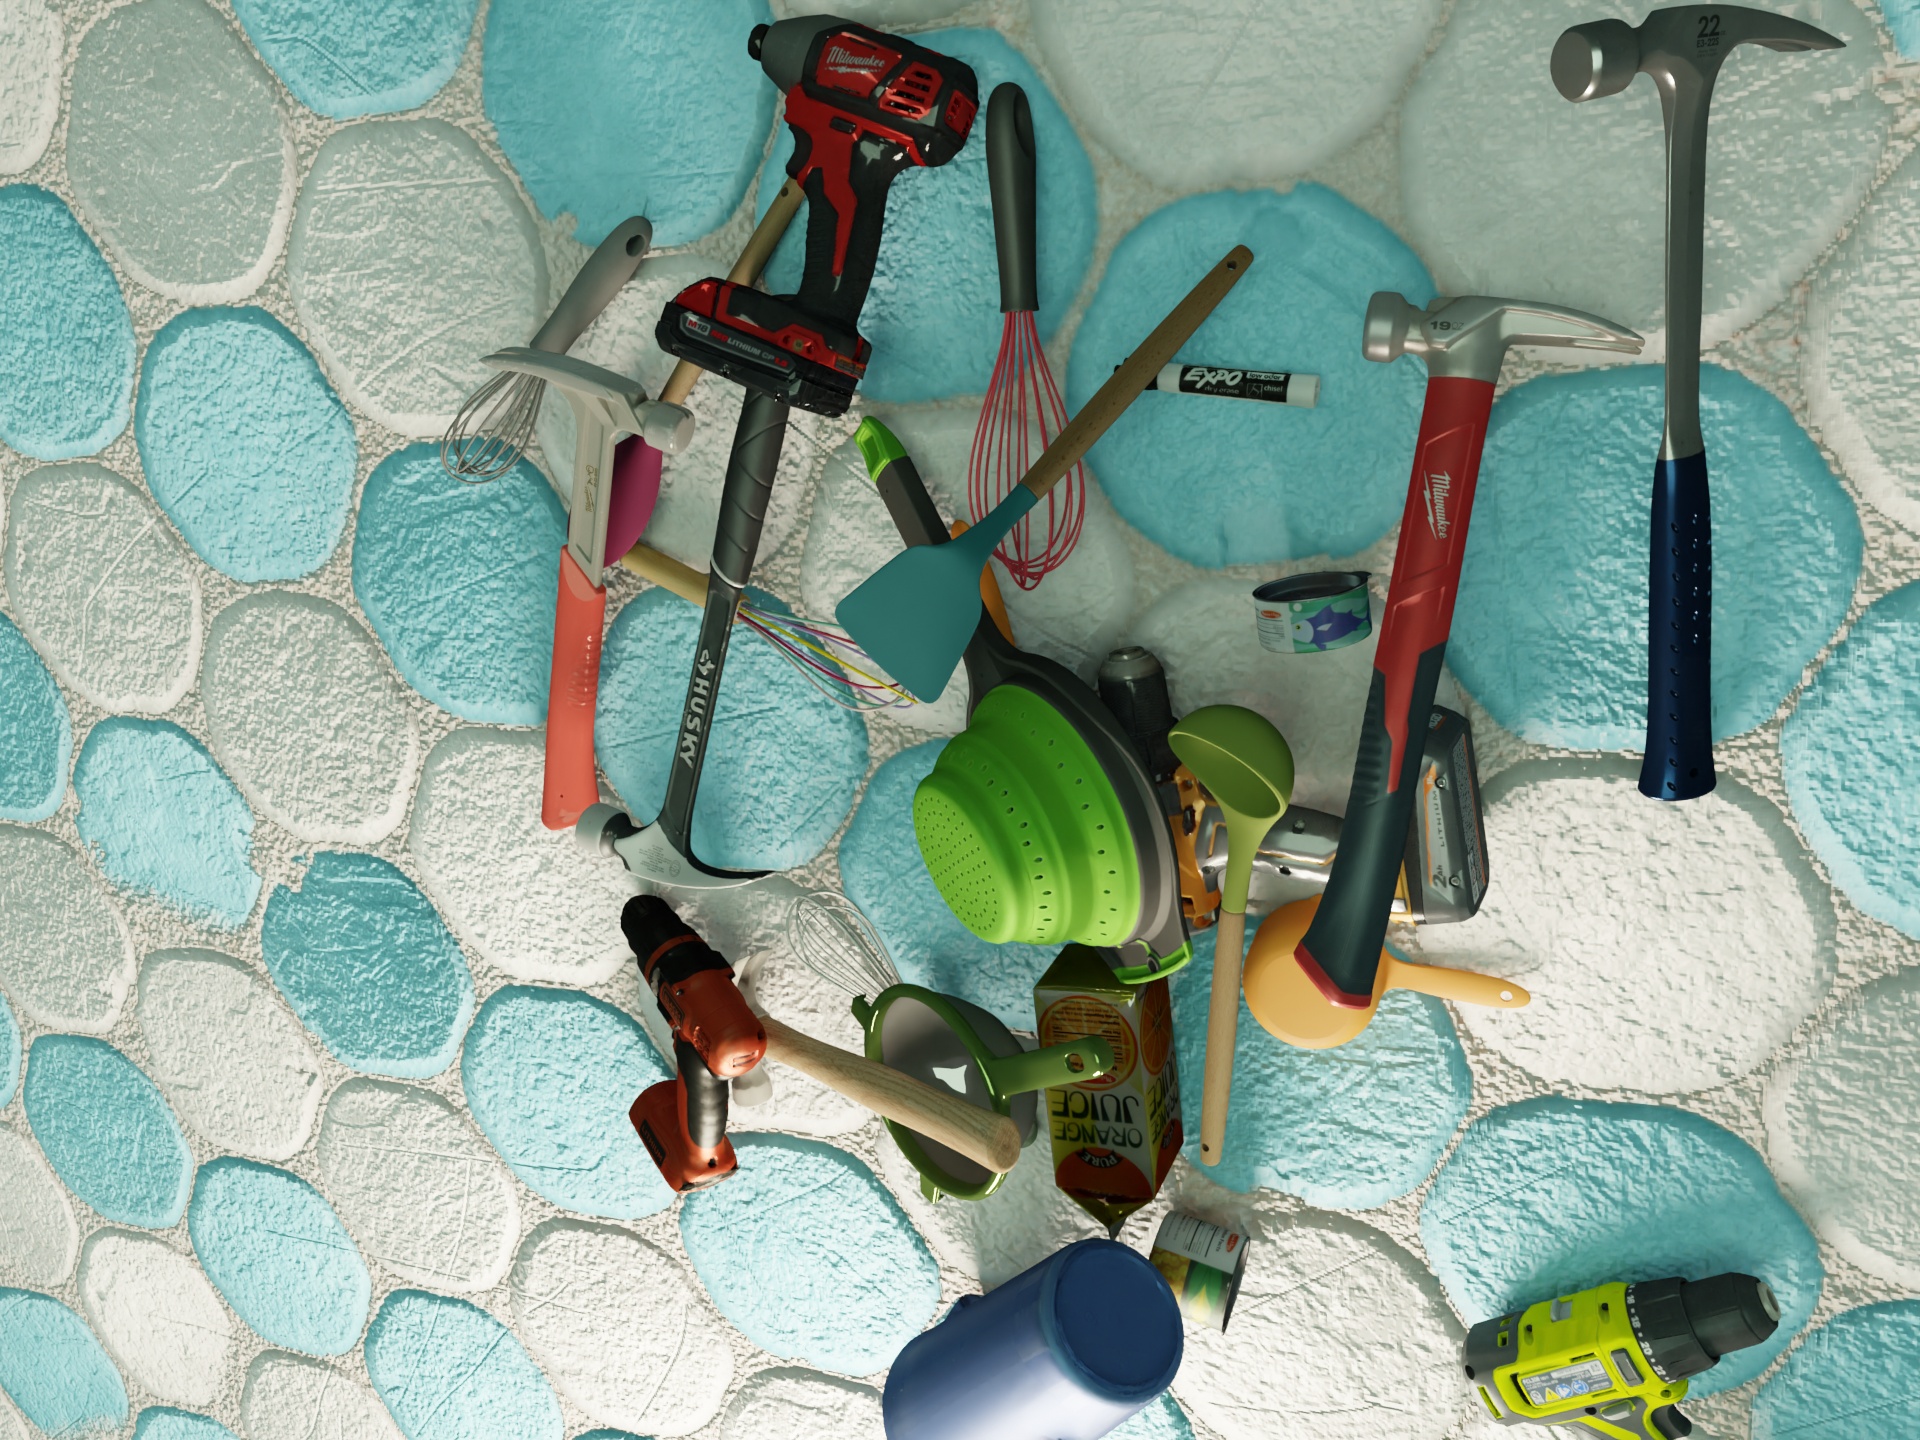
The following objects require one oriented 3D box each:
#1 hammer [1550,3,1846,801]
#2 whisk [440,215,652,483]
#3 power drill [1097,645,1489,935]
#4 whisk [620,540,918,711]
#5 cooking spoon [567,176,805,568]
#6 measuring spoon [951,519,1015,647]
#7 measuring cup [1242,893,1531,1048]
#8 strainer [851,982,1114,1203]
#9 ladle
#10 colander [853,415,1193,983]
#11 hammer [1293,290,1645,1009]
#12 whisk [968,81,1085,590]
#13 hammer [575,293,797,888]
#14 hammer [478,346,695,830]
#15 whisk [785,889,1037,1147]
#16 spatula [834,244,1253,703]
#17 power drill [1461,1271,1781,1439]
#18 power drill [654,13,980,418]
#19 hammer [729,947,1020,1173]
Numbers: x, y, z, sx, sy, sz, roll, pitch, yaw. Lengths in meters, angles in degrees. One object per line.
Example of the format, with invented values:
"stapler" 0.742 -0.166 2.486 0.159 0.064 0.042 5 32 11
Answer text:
"hammer" 0.374 -0.148 0.812 0.144 0.035 0.405 -16 113 -15
"whisk" -0.281 -0.250 1.088 0.055 0.055 0.239 47 115 3
"power drill" 0.189 0.039 0.962 0.226 0.084 0.185 -5 104 30
"whisk" -0.133 -0.068 1.086 0.245 0.047 0.051 27 118 17
"cooking spoon" -0.186 -0.228 1.062 0.069 0.017 0.318 49 119 21
"measuring spoon" 0.017 -0.075 1.034 0.021 0.011 0.117 -16 100 28
"measuring cup" 0.260 0.167 0.986 0.174 0.052 0.095 7 110 24
"strainer" 0.032 0.224 1.030 0.256 0.069 0.151 -29 81 52
"ladle" 0.152 0.138 0.943 0.078 0.062 0.320 25 124 43
"colander" -0.002 -0.003 0.982 0.397 0.094 0.204 63 156 8
"hammer" 0.257 -0.033 0.856 0.143 0.038 0.386 11 91 19
"whisk" 0.036 -0.224 0.949 0.073 0.073 0.295 2 103 23
"hammer" -0.155 -0.079 1.056 0.149 0.036 0.409 20 104 23
"hammer" -0.277 -0.077 1.122 0.149 0.037 0.358 21 122 12
"whisk" -0.033 0.215 1.139 0.246 0.058 0.059 46 154 -1
"spatula" 0.056 -0.151 0.917 0.082 0.044 0.317 43 92 6
"power drill" 0.451 0.455 0.990 0.190 0.080 0.228 -30 91 29
"power drill" -0.092 -0.305 0.948 0.143 0.078 0.219 26 101 13
"hammer" -0.075 0.241 1.092 0.331 0.031 0.130 8 111 51
